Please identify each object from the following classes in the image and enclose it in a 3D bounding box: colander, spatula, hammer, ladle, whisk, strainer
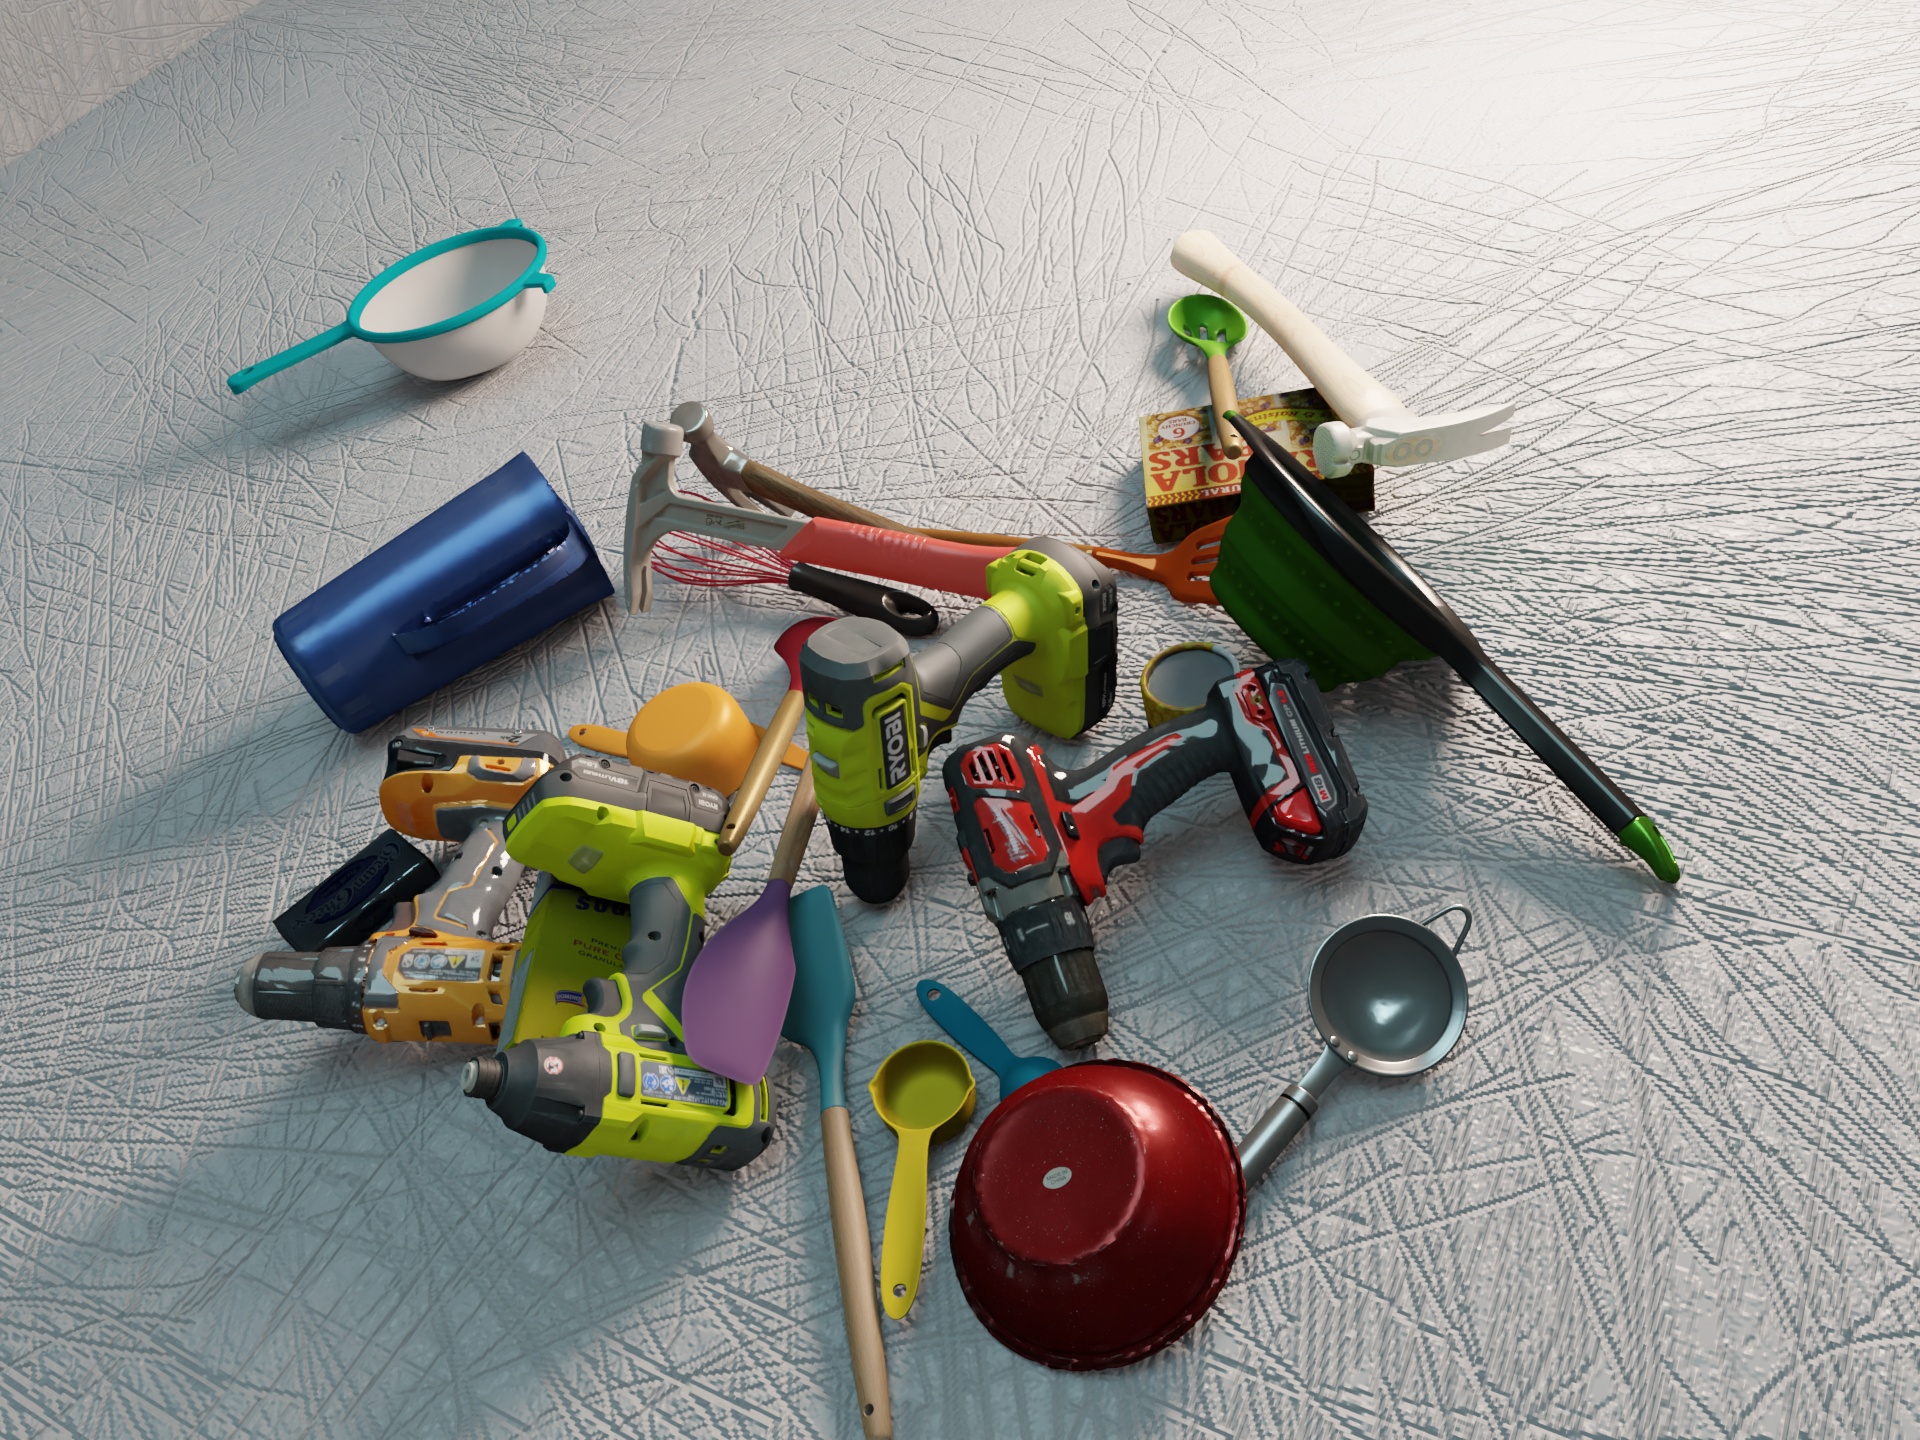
[{"bbox_3d":[0.272,-0.028,0.989,0.094,0.204,0.397,-47,59,18],"label":"colander"},{"bbox_3d":[-0.074,0.235,0.874,0.082,0.044,0.318,-31,43,15],"label":"spatula"},{"bbox_3d":[0.273,-0.307,1.258,0.146,0.038,0.411,-10,38,-10],"label":"hammer"},{"bbox_3d":[-0.106,0.080,0.966,0.059,0.018,0.316,25,44,-11],"label":"spatula"},{"bbox_3d":[-0.117,-0.001,1.065,0.069,0.031,0.316,2,29,7],"label":"ladle"},{"bbox_3d":[-0.144,-0.118,1.242,0.296,0.073,0.073,20,55,25],"label":"whisk"},{"bbox_3d":[0.181,0.194,0.836,0.087,0.050,0.258,43,72,10],"label":"strainer"},{"bbox_3d":[0.076,-0.130,1.192,0.323,0.041,0.081,9,71,28],"label":"spatula"},{"bbox_3d":[-0.072,-0.147,1.220,0.331,0.130,0.031,26,75,23],"label":"hammer"},{"bbox_3d":[-0.559,-0.380,1.608,0.340,0.095,0.211,-27,42,-7],"label":"strainer"},{"bbox_3d":[-0.087,-0.118,1.166,0.359,0.149,0.036,13,15,20],"label":"hammer"}]

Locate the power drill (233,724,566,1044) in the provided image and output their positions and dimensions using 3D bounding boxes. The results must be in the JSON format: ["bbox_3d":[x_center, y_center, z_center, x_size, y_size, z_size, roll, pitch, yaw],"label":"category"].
[{"bbox_3d":[-0.353,0.109,1.037,0.185,0.084,0.226,2,46,-6],"label":"power drill"}]

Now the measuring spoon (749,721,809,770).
[{"bbox_3d":[-0.130,0.018,1.130,0.117,0.011,0.021,23,57,35],"label":"measuring spoon"}]

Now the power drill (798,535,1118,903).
[{"bbox_3d":[-0.002,-0.003,1.010,0.080,0.190,0.228,26,45,37],"label":"power drill"}]

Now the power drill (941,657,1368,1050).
[{"bbox_3d":[0.117,0.074,0.928,0.226,0.080,0.188,-18,71,-3],"label":"power drill"}]

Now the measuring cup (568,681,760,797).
[{"bbox_3d":[-0.227,0.008,1.140,0.174,0.052,0.095,11,54,30],"label":"measuring cup"}]

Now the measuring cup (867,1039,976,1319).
[{"bbox_3d":[-0.023,0.249,0.859,0.062,0.029,0.157,-5,50,14],"label":"measuring cup"}]

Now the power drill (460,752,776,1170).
[{"bbox_3d":[-0.196,0.137,0.903,0.080,0.171,0.223,-42,43,36],"label":"power drill"}]

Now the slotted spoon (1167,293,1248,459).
[{"bbox_3d":[0.203,-0.274,1.259,0.070,0.031,0.314,7,33,0],"label":"slotted spoon"}]

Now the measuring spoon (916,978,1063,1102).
[{"bbox_3d":[0.014,0.183,0.912,0.042,0.021,0.129,-37,49,-19],"label":"measuring spoon"}]
